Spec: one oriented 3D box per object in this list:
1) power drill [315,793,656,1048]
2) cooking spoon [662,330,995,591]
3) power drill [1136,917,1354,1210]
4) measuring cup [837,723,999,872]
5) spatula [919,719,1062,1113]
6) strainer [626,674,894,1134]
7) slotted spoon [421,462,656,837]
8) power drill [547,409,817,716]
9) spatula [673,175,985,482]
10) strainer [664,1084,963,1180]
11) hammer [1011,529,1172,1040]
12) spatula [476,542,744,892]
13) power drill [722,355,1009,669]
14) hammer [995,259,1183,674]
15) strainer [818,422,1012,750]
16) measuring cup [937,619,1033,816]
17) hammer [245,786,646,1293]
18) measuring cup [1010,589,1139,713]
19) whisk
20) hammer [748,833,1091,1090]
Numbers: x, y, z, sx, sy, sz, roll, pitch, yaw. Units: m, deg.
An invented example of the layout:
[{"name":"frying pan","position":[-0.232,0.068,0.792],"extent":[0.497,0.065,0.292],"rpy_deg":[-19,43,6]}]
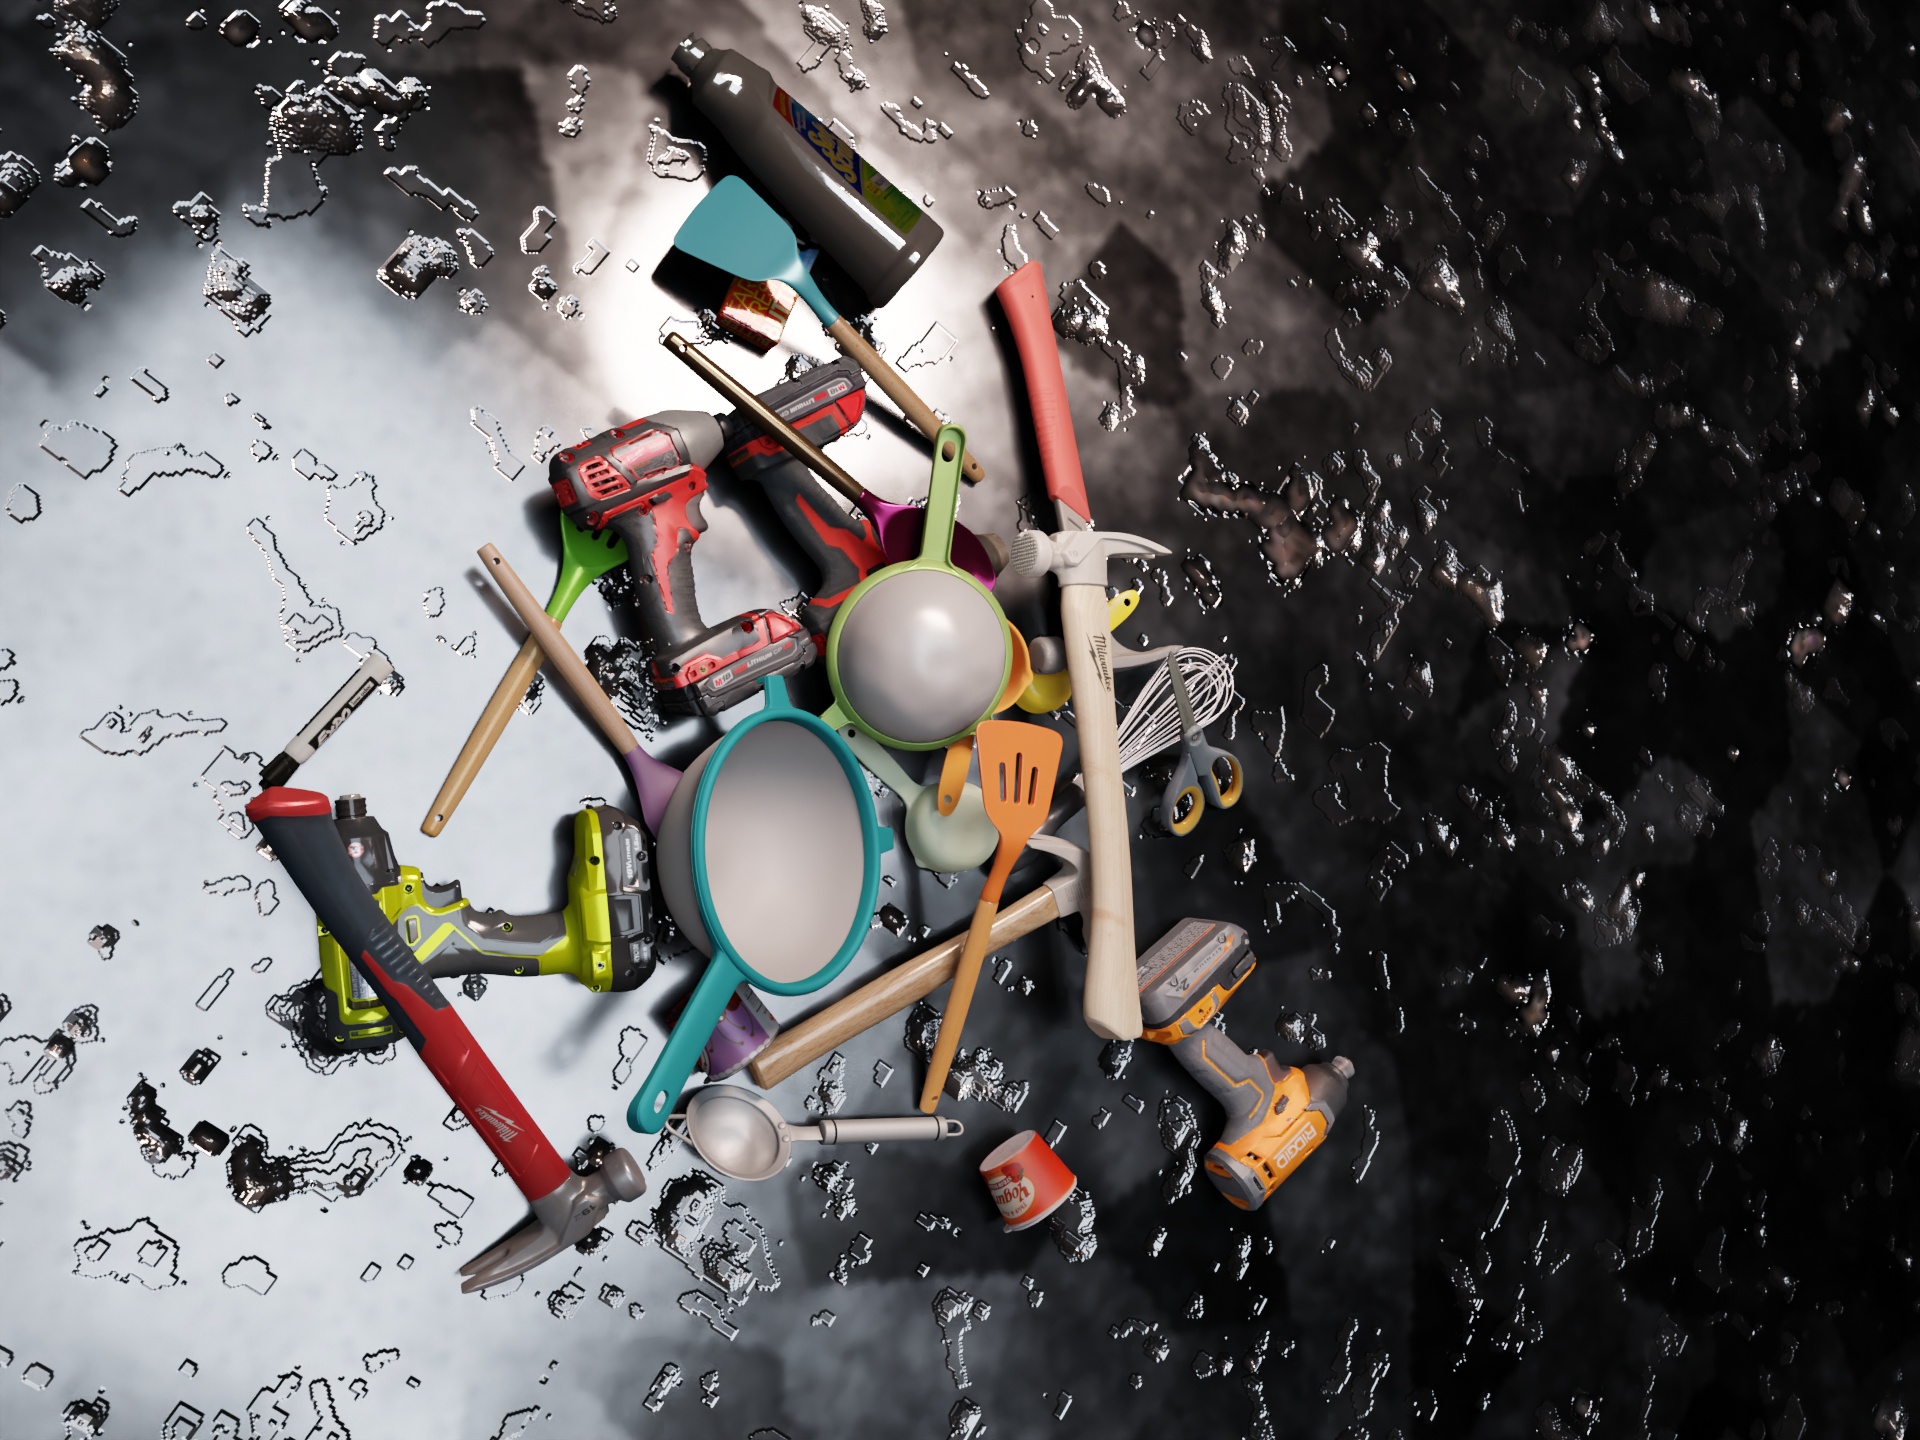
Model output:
[{"name":"power drill","position":[-0.337,0.130,1.128],"extent":[0.223,0.080,0.171],"rpy_deg":[-5,92,-21]},{"name":"cooking spoon","position":[-0.097,-0.189,1.218],"extent":[0.318,0.017,0.069],"rpy_deg":[38,86,-21]},{"name":"power drill","position":[0.243,0.282,1.366],"extent":[0.164,0.084,0.226],"rpy_deg":[-37,103,-23]},{"name":"measuring cup","position":[-0.035,0.056,1.289],"extent":[0.167,0.038,0.083],"rpy_deg":[45,70,-15]},{"name":"spatula","position":[0.012,0.159,1.250],"extent":[0.081,0.041,0.322],"rpy_deg":[8,105,-31]},{"name":"strainer","position":[-0.178,0.144,1.145],"extent":[0.210,0.095,0.341],"rpy_deg":[57,42,-35]},{"name":"slotted spoon","position":[-0.319,-0.055,1.187],"extent":[0.070,0.031,0.314],"rpy_deg":[31,75,-20]},{"name":"power drill","position":[-0.202,-0.123,1.197],"extent":[0.143,0.078,0.219],"rpy_deg":[-30,105,-26]},{"name":"spatula","position":[-0.091,-0.305,1.295],"extent":[0.317,0.044,0.082],"rpy_deg":[44,67,-26]},{"name":"strainer","position":[-0.111,0.321,1.229],"extent":[0.258,0.050,0.087],"rpy_deg":[6,39,-28]},{"name":"hammer","position":[0.123,0.050,1.296],"extent":[0.146,0.038,0.411],"rpy_deg":[-2,86,-34]},{"name":"spatula","position":[-0.261,0.000,1.194],"extent":[0.060,0.018,0.315],"rpy_deg":[-42,109,-26]},{"name":"power drill","position":[-0.075,-0.172,1.279],"extent":[0.188,0.080,0.226],"rpy_deg":[-30,99,-23]},{"name":"hammer","position":[0.094,-0.217,1.365],"extent":[0.149,0.037,0.359],"rpy_deg":[-7,83,-34]},{"name":"strainer","position":[-0.016,-0.099,1.213],"extent":[0.151,0.069,0.256],"rpy_deg":[6,97,-17]},{"name":"measuring cup","position":[-0.002,-0.004,1.302],"extent":[0.095,0.052,0.174],"rpy_deg":[18,77,-19]},{"name":"hammer","position":[-0.367,0.214,1.065],"extent":[0.143,0.038,0.386],"rpy_deg":[-31,113,-9]},{"name":"measuring cup","position":[0.105,-0.066,1.368],"extent":[0.156,0.029,0.062],"rpy_deg":[-41,101,-20]},{"name":"whisk","position":[0.130,0.036,1.359],"extent":[0.284,0.070,0.070],"rpy_deg":[-41,101,-16]},{"name":"hammer","position":[-0.021,0.196,1.273],"extent":[0.331,0.031,0.130],"rpy_deg":[-27,116,-20]}]
